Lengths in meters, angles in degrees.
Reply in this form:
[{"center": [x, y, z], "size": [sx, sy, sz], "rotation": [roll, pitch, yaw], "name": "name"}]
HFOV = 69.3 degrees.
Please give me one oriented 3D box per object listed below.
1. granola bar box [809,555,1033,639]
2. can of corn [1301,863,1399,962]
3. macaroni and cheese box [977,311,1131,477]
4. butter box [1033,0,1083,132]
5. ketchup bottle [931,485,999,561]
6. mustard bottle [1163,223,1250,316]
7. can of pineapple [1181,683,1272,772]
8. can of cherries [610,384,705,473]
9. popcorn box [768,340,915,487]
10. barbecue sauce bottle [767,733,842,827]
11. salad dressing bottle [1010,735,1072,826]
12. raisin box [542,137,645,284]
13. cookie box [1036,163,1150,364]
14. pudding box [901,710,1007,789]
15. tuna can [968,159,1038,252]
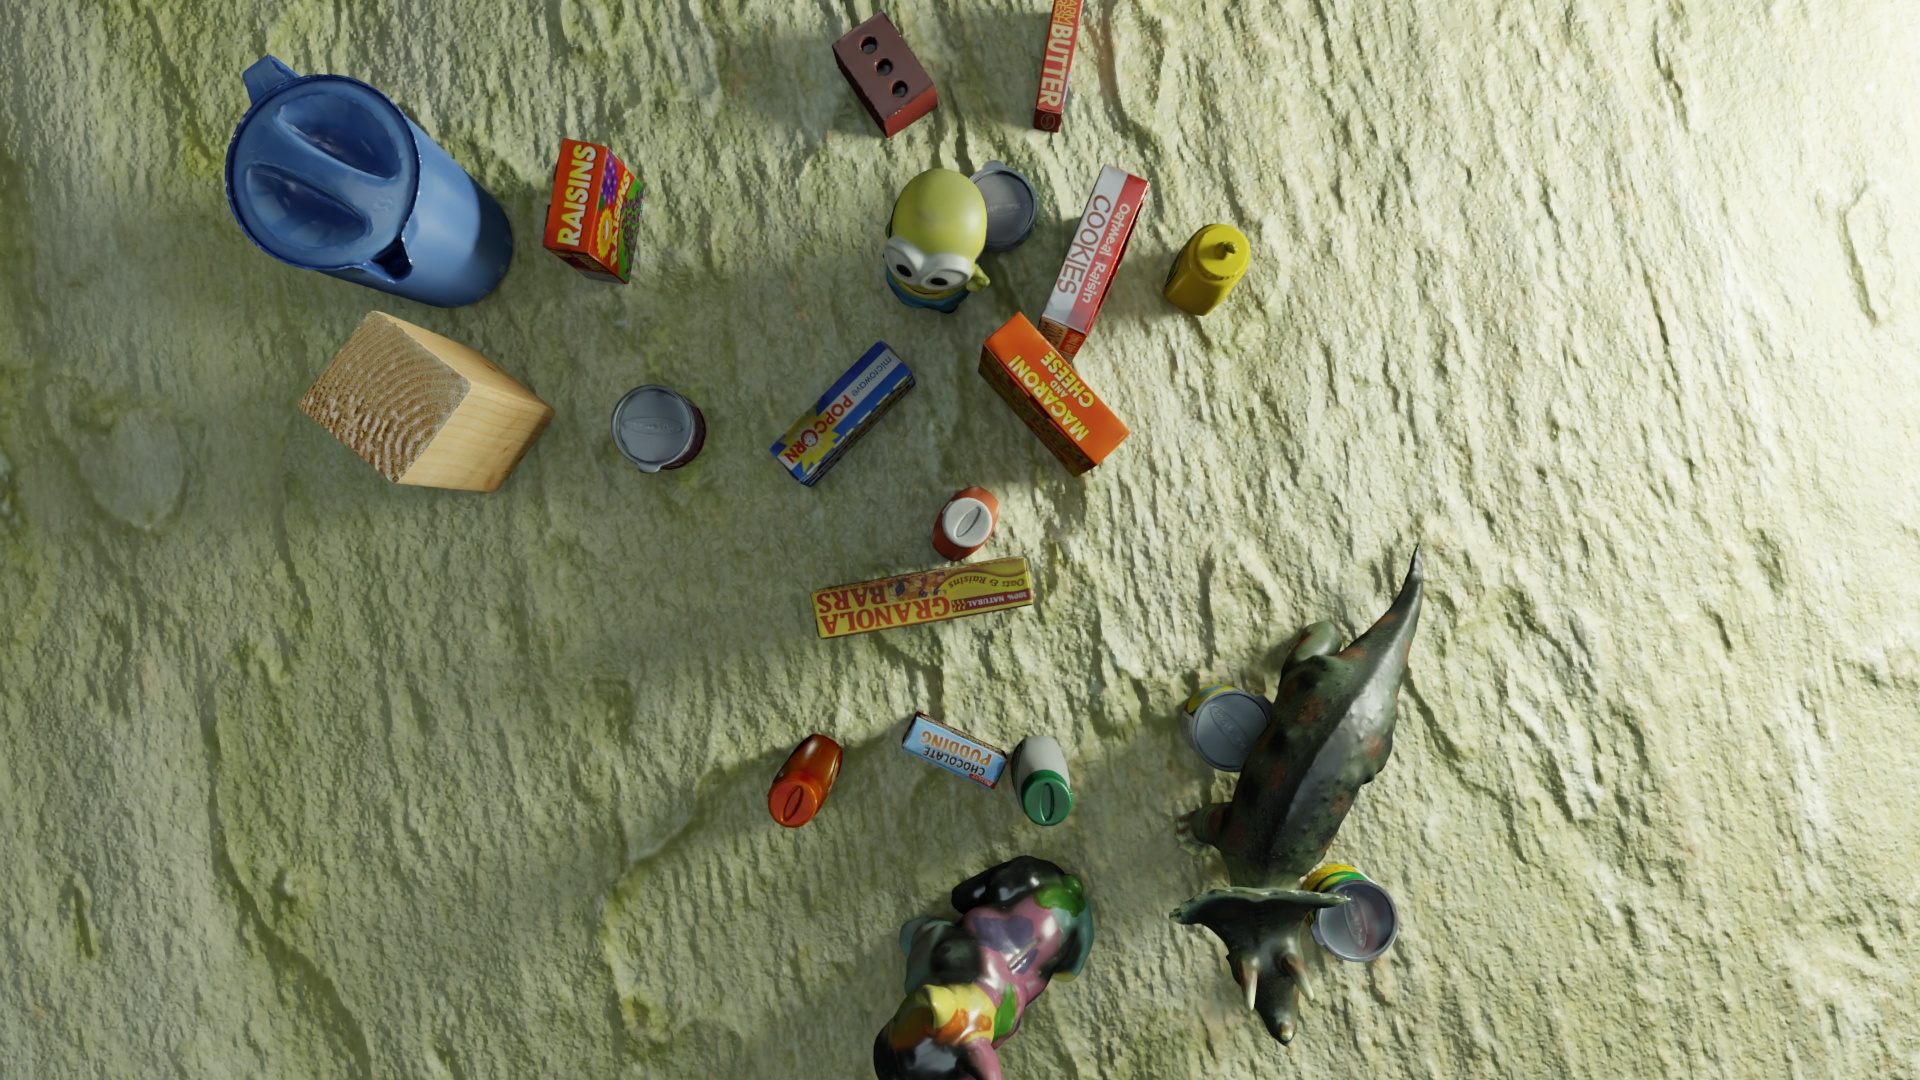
[{"center": [-0.029, 0.044, 1.101], "size": [0.166, 0.124, 0.039], "rotation": [-9, 90, 0], "name": "granola bar box"}, {"center": [0.313, 0.303, 1.132], "size": [0.071, 0.058, 0.071], "rotation": [0, 90, 0], "name": "can of corn"}, {"center": [0.069, -0.108, 1.082], "size": [0.040, 0.166, 0.123], "rotation": [-43, 90, 0], "name": "macaroni and cheese box"}, {"center": [0.080, -0.394, 1.142], "size": [0.024, 0.053, 0.103], "rotation": [10, 89, 0], "name": "butter box"}, {"center": [0.004, -0.014, 1.089], "size": [0.043, 0.149, 0.064], "rotation": [37, 90, 0], "name": "ketchup bottle"}, {"center": [0.197, -0.218, 1.087], "size": [0.049, 0.160, 0.065], "rotation": [27, 90, 0], "name": "mustard bottle"}, {"center": [0.219, 0.151, 1.134], "size": [0.071, 0.058, 0.071], "rotation": [0, 90, 0], "name": "can of pineapple"}, {"center": [-0.246, -0.089, 1.134], "size": [0.071, 0.058, 0.071], "rotation": [0, 90, 0], "name": "can of cherries"}, {"center": [-0.093, -0.101, 1.122], "size": [0.127, 0.085, 0.038], "rotation": [-45, 90, 0], "name": "popcorn box"}, {"center": [-0.124, 0.192, 1.086], "size": [0.044, 0.148, 0.065], "rotation": [27, 90, 0], "name": "barbecue sauce bottle"}, {"center": [0.064, 0.191, 1.088], "size": [0.044, 0.147, 0.064], "rotation": [1, 90, 0], "name": "salad dressing bottle"}, {"center": [-0.290, -0.259, 1.103], "size": [0.040, 0.123, 0.086], "rotation": [11, 90, 0], "name": "raisin box"}, {"center": [0.099, -0.210, 1.083], "size": [0.040, 0.167, 0.123], "rotation": [22, 90, 0], "name": "cookie box"}, {"center": [-0.005, 0.172, 1.137], "size": [0.084, 0.049, 0.030], "rotation": [25, 90, 0], "name": "pudding box"}, {"center": [0.030, -0.276, 1.151], "size": [0.071, 0.033, 0.071], "rotation": [0, 89, 0], "name": "tuna can"}]
